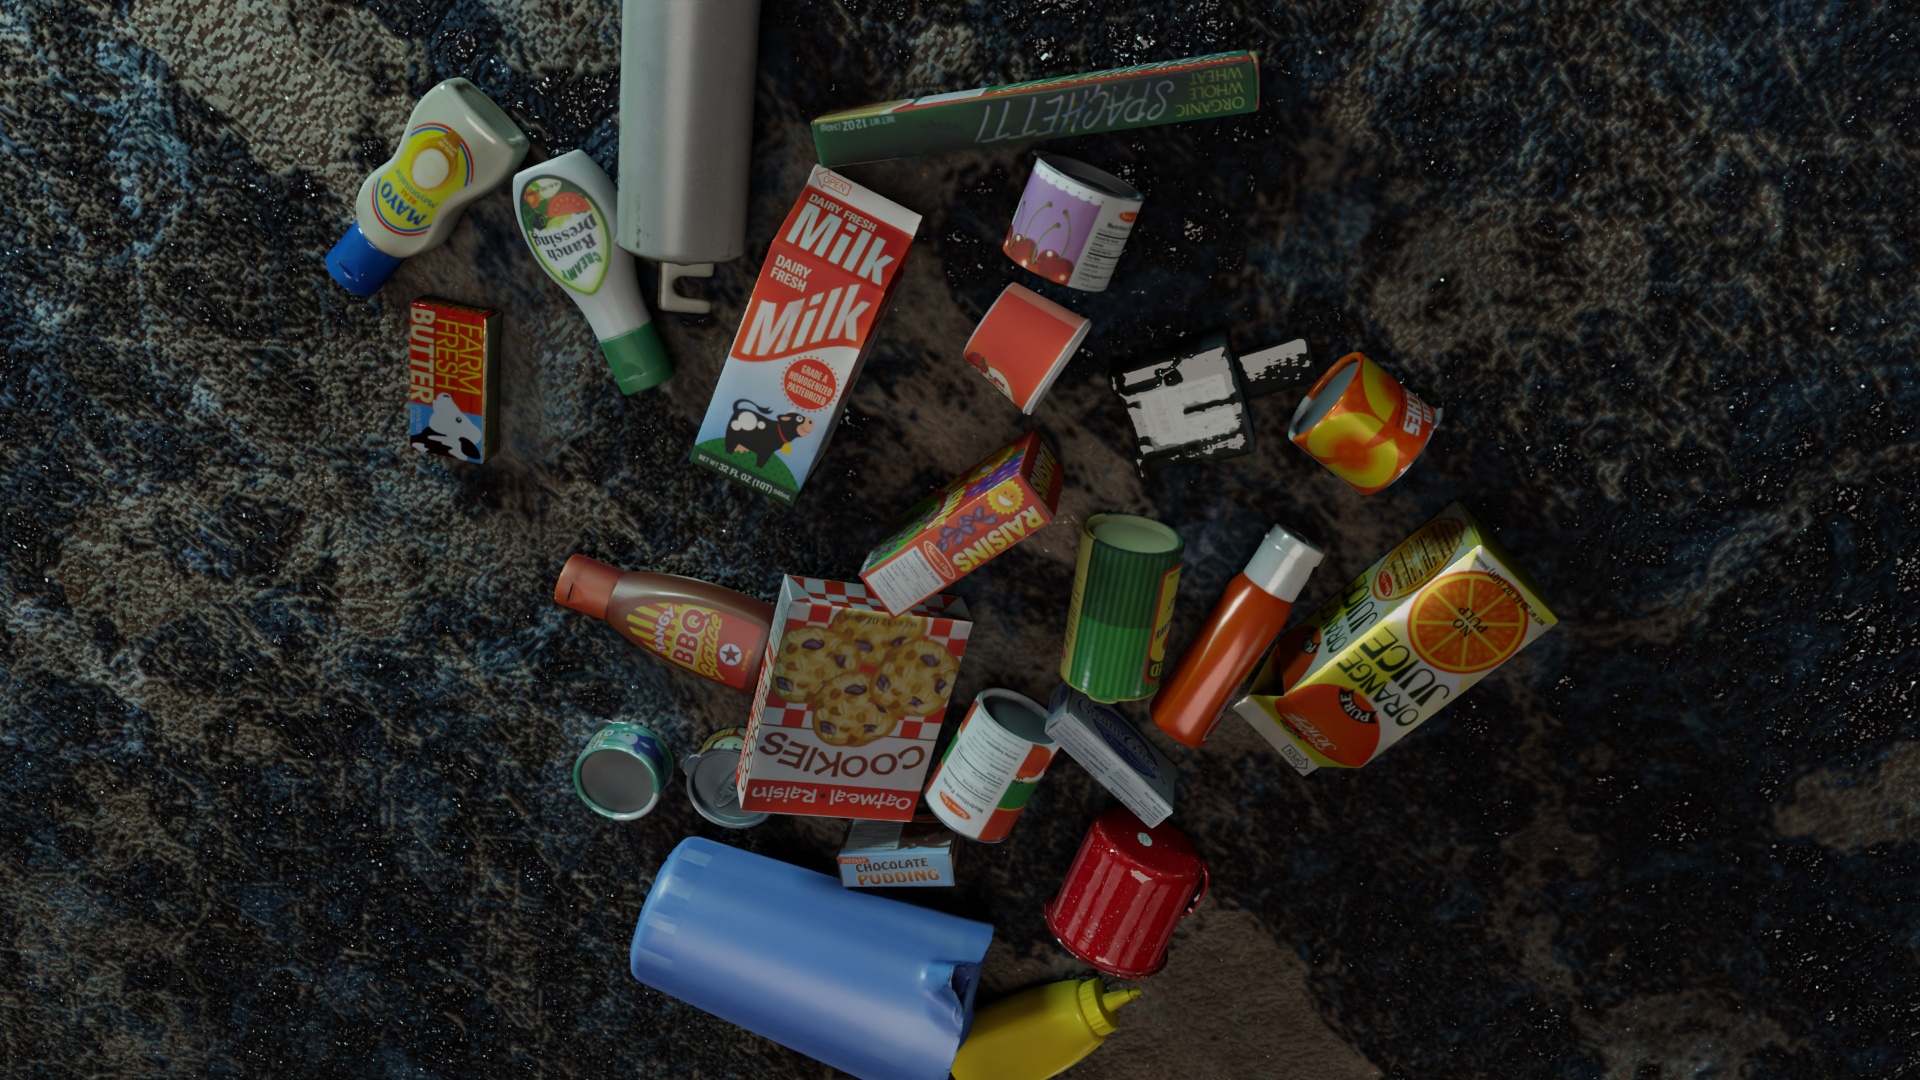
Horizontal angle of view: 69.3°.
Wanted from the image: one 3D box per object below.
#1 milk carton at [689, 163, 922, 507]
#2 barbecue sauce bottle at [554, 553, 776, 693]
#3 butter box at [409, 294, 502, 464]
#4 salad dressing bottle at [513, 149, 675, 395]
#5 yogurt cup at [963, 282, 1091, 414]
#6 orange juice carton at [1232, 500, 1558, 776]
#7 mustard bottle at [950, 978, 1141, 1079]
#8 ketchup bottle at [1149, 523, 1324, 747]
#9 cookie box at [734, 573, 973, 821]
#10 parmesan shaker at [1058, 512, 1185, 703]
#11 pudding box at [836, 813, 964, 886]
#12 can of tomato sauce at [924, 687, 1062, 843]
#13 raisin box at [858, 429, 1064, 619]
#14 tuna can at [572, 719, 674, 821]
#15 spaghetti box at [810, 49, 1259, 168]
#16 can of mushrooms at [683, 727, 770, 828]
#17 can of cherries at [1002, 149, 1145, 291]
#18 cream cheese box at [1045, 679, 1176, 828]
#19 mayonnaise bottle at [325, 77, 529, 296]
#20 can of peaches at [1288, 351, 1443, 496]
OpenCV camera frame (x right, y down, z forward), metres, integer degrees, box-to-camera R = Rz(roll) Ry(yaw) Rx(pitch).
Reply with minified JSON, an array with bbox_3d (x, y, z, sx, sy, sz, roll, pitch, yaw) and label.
[{"bbox_3d":[-0.091,-0.125,0.839,0.072,0.074,0.189,26,114,-3],"label":"milk carton"},{"bbox_3d":[-0.199,0.051,0.946,0.148,0.044,0.064,21,112,0],"label":"barbecue sauce bottle"},{"bbox_3d":[-0.331,-0.105,0.909,0.053,0.024,0.103,11,114,3],"label":"butter box"},{"bbox_3d":[-0.222,-0.163,0.858,0.064,0.044,0.147,-17,110,16],"label":"salad dressing bottle"},{"bbox_3d":[0.038,-0.117,0.831,0.054,0.073,0.072,35,114,2],"label":"yogurt cup"},{"bbox_3d":[0.265,0.071,0.871,0.072,0.073,0.192,42,112,-10],"label":"orange juice carton"},{"bbox_3d":[0.067,0.364,1.038,0.160,0.049,0.065,-28,107,17],"label":"mustard bottle"},{"bbox_3d":[0.176,0.059,0.888,0.043,0.065,0.148,32,105,6],"label":"ketchup bottle"},{"bbox_3d":[-0.074,0.110,0.935,0.123,0.040,0.166,8,115,-18],"label":"cookie box"},{"bbox_3d":[0.102,0.043,0.883,0.071,0.071,0.102,9,114,4],"label":"parmesan shaker"},{"bbox_3d":[-0.042,0.221,0.992,0.084,0.050,0.030,-3,114,10],"label":"pudding box"},{"bbox_3d":[0.024,0.151,0.943,0.071,0.071,0.082,27,110,-4],"label":"can of tomato sauce"},{"bbox_3d":[0.003,-0.011,0.867,0.123,0.086,0.040,-33,103,19],"label":"raisin box"},{"bbox_3d":[-0.246,0.166,1.007,0.071,0.033,0.070,3,114,7],"label":"tuna can"},{"bbox_3d":[0.042,-0.243,0.783,0.250,0.050,0.028,-5,114,10],"label":"spaghetti box"},{"bbox_3d":[-0.162,0.168,0.996,0.071,0.033,0.070,3,114,7],"label":"can of mushrooms"},{"bbox_3d":[0.062,-0.184,0.798,0.071,0.072,0.058,21,115,-1],"label":"can of cherries"},{"bbox_3d":[0.102,0.141,0.935,0.103,0.053,0.024,43,114,-10],"label":"cream cheese box"},{"bbox_3d":[-0.334,-0.212,0.855,0.147,0.041,0.064,-40,104,20],"label":"mayonnaise bottle"},{"bbox_3d":[0.237,-0.070,0.819,0.058,0.071,0.071,36,113,-7],"label":"can of peaches"}]
